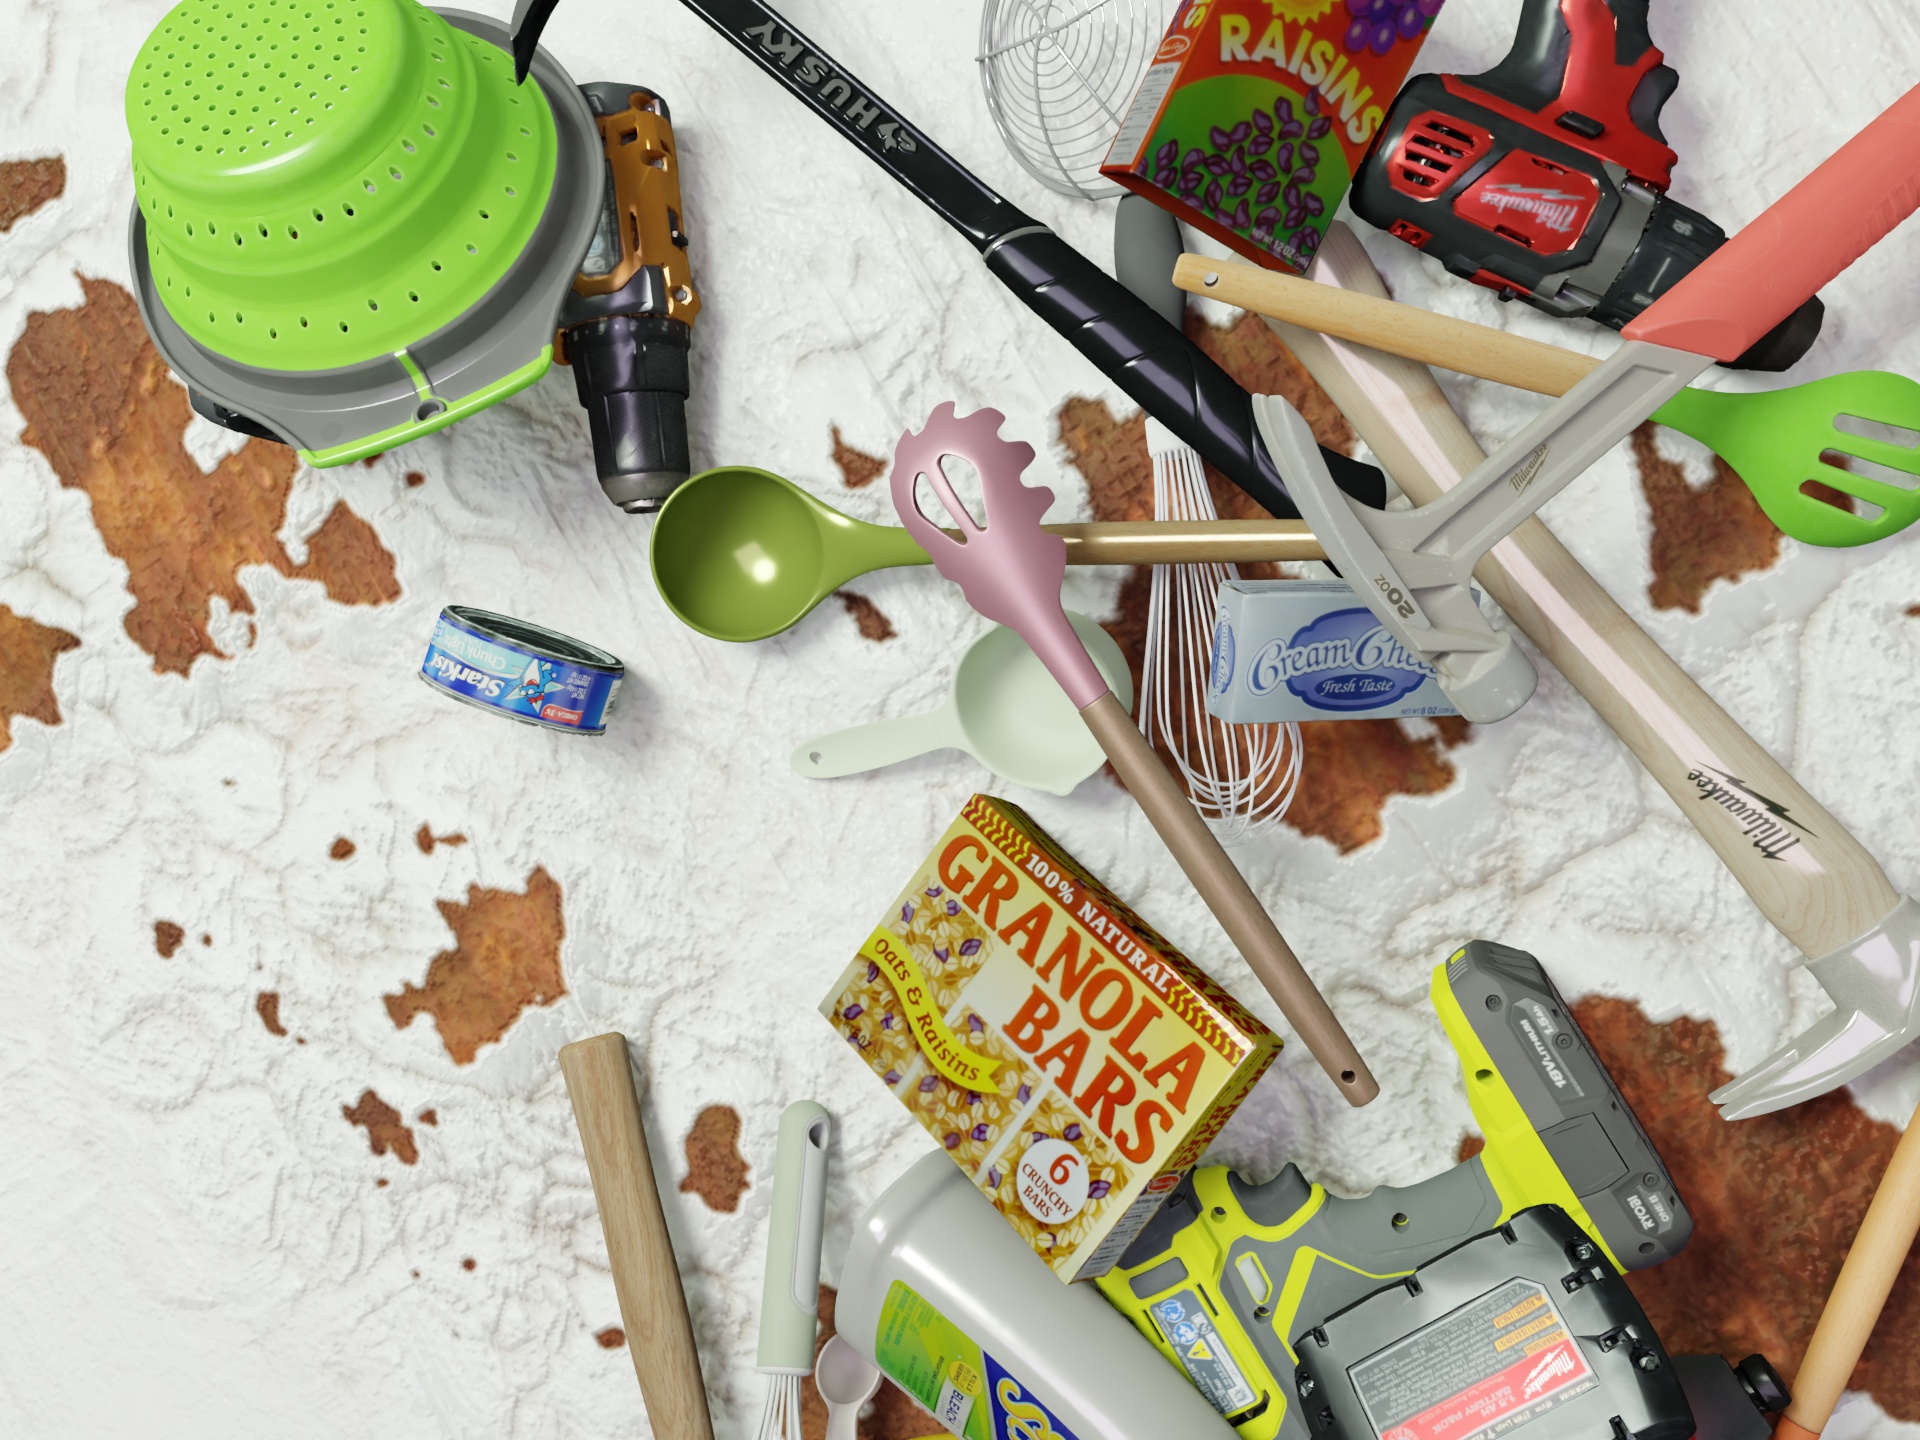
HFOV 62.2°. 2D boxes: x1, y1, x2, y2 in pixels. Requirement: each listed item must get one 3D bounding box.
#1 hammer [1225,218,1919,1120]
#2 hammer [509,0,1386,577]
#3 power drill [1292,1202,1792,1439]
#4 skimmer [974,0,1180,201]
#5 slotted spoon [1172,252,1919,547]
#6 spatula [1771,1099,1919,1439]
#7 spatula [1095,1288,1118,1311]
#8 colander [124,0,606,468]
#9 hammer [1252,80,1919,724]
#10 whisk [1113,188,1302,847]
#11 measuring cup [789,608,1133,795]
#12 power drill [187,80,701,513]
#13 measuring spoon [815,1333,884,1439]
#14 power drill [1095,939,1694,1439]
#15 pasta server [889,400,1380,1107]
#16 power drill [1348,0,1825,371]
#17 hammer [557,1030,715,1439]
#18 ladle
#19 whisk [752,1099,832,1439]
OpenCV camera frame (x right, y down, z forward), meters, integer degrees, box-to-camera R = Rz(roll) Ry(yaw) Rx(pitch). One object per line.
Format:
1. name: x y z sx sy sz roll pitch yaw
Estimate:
1. hammer: 0.242 -0.035 0.647 0.146 0.038 0.411 -40 84 12
2. hammer: 0.005 -0.198 0.630 0.409 0.036 0.149 40 75 0
3. power drill: 0.224 0.259 0.584 0.143 0.219 0.079 -34 46 13
4. skimmer: 0.165 -0.357 0.652 0.363 0.090 0.127 -35 75 1
5. slotted spoon: 0.234 -0.131 0.614 0.314 0.031 0.070 16 112 0
6. spatula: 0.353 0.261 0.630 0.041 0.081 0.322 24 92 26
7. spatula: 0.082 0.411 0.695 0.082 0.044 0.317 -10 89 31
8. colander: -0.282 -0.295 0.658 0.204 0.094 0.397 -23 67 -1
9. hammer: 0.279 -0.165 0.566 0.359 0.037 0.149 -40 106 1
10. whisk: 0.093 -0.088 0.668 0.070 0.070 0.285 -8 86 12
11. measuring cup: -0.001 -0.002 0.704 0.167 0.038 0.083 -14 103 29
12. power drill: -0.229 -0.176 0.722 0.226 0.084 0.185 -7 91 7
13. measuring spoon: -0.051 0.336 0.706 0.034 0.018 0.124 -12 55 25
14. power drill: 0.160 0.192 0.654 0.223 0.080 0.171 -32 86 15
15. pasta server: 0.069 0.013 0.616 0.060 0.040 0.316 -34 90 20
16. power drill: 0.279 -0.260 0.609 0.188 0.080 0.226 26 101 3
17. hammer: -0.132 0.308 0.727 0.130 0.031 0.331 -20 81 32
18. ladle: 0.015 -0.070 0.650 0.320 0.062 0.078 2 105 26
19. whisk: -0.076 0.287 0.682 0.059 0.057 0.246 -15 60 34
